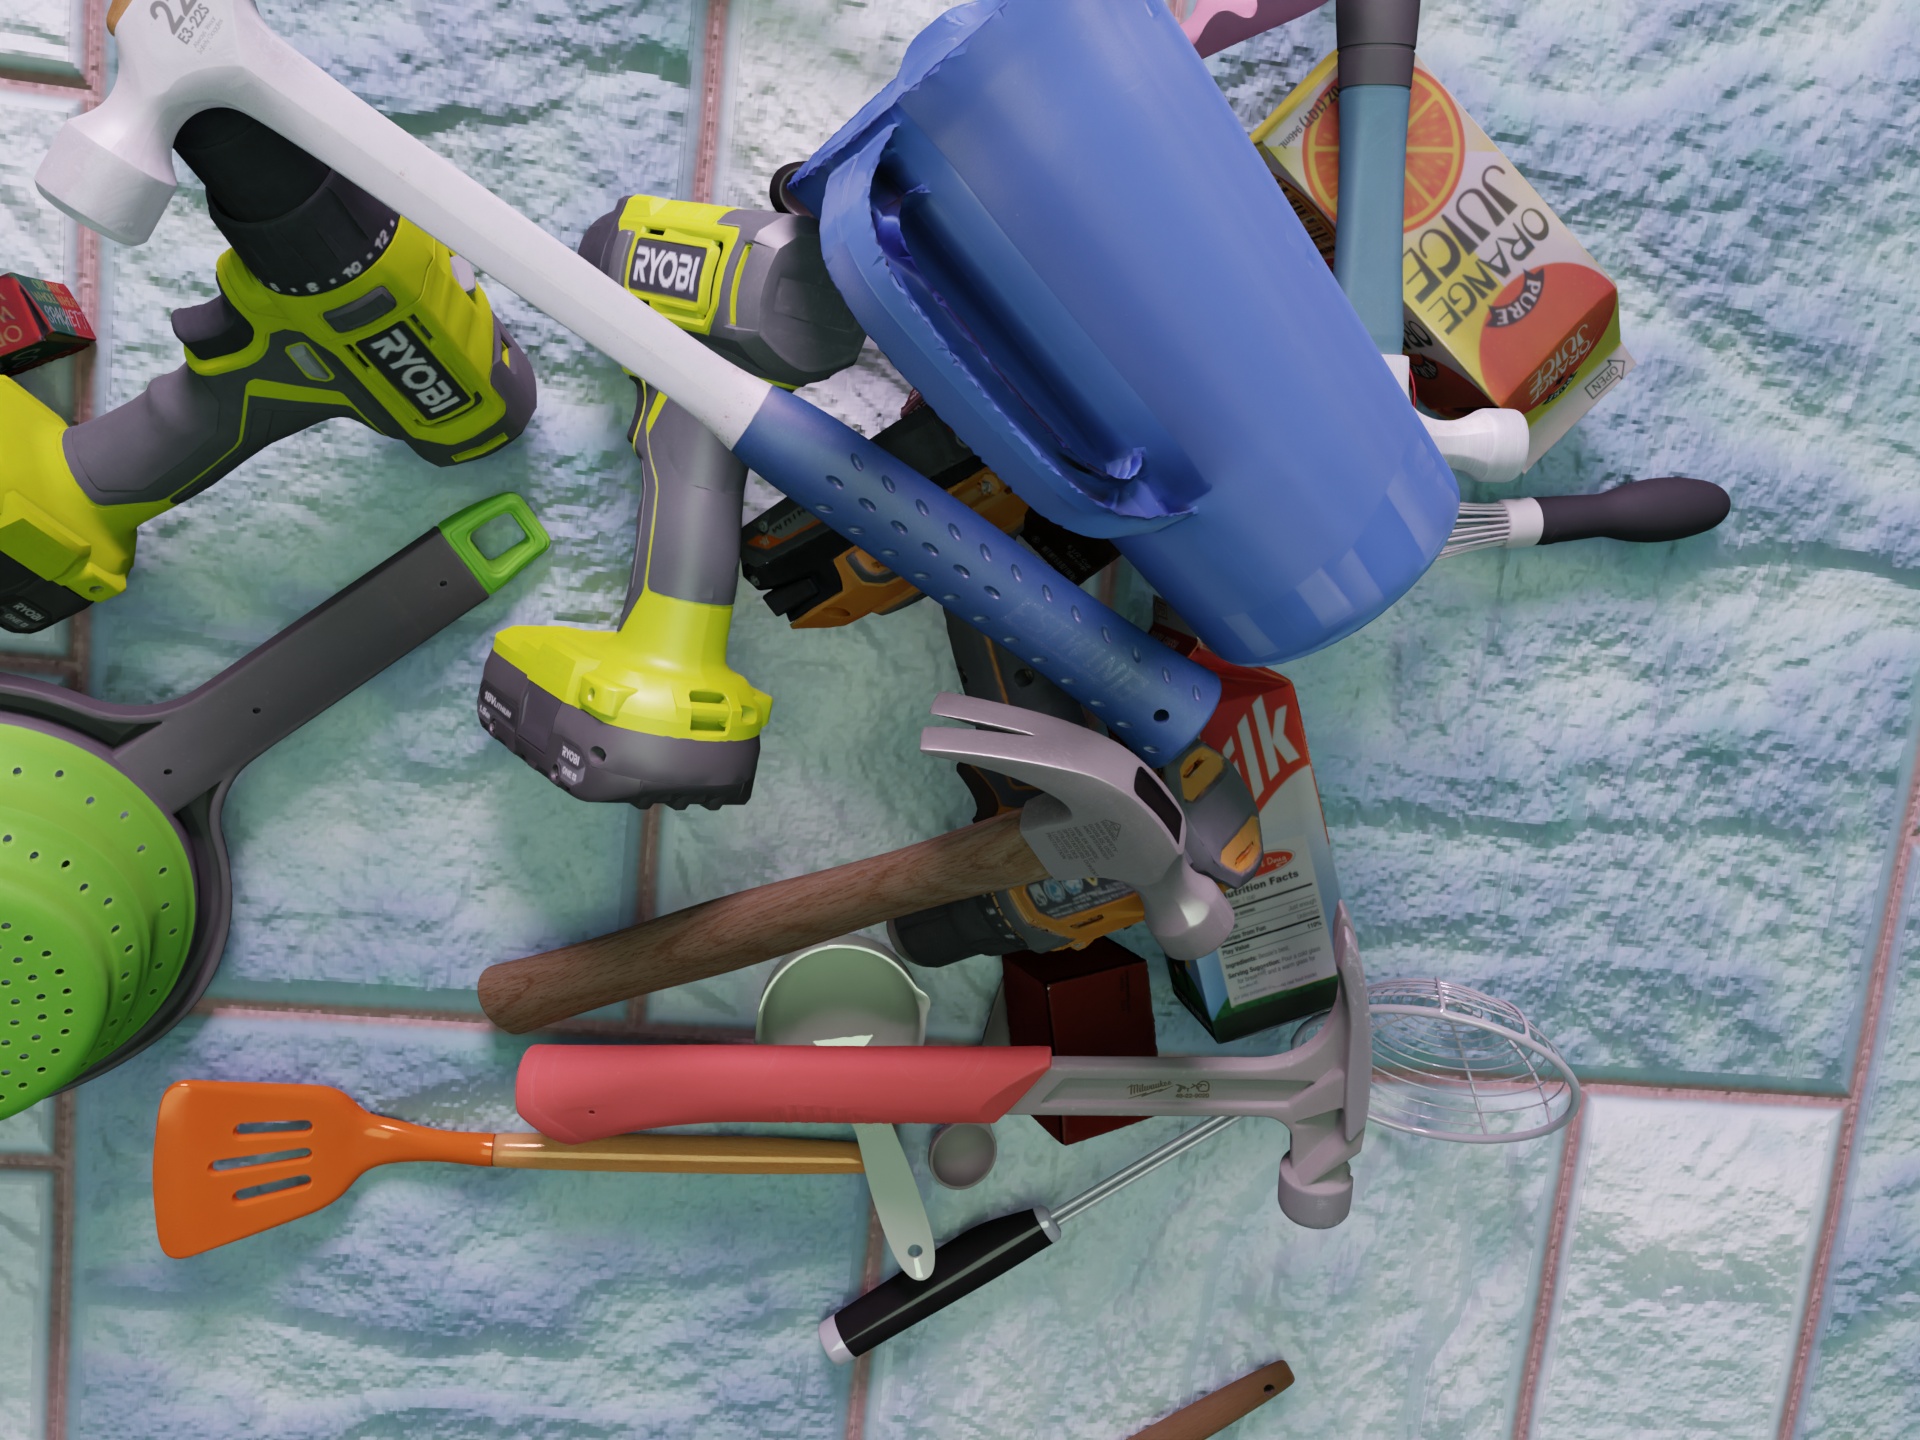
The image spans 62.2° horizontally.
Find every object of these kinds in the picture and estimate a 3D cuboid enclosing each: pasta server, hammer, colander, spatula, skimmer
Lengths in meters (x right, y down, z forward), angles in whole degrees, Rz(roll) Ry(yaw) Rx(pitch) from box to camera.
[{"bbox_3d":[0.024,-0.236,0.617,0.316,0.060,0.040,-23,126,23],"label":"pasta server"},{"bbox_3d":[0.163,-0.259,0.618,0.128,0.033,0.331,-1,100,-5],"label":"hammer"},{"bbox_3d":[-0.011,0.147,0.672,0.359,0.037,0.149,-1,116,6],"label":"hammer"},{"bbox_3d":[-0.326,0.042,0.624,0.397,0.095,0.204,-37,124,-8],"label":"colander"},{"bbox_3d":[-0.187,0.199,0.720,0.322,0.041,0.081,3,98,-9],"label":"spatula"},{"bbox_3d":[-0.075,-0.111,0.525,0.405,0.035,0.144,33,100,-17],"label":"hammer"},{"bbox_3d":[-0.068,0.076,0.638,0.331,0.031,0.130,-19,123,27],"label":"hammer"},{"bbox_3d":[0.104,0.227,0.737,0.363,0.090,0.127,-30,133,0],"label":"skimmer"},{"bbox_3d":[0.028,0.404,0.781,0.317,0.044,0.082,-29,98,-3],"label":"spatula"}]

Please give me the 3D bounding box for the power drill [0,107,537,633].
[{"bbox_3d":[-0.295,-0.134,0.585,0.228,0.190,0.080,-24,64,2],"label":"power drill"}]

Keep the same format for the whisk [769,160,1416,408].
[{"bbox_3d":[0.059,-0.180,0.684,0.296,0.073,0.073,19,96,-4],"label":"whisk"}]

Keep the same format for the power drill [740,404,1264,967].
[{"bbox_3d":[-0.001,-0.002,0.671,0.185,0.084,0.226,-27,97,39],"label":"power drill"}]

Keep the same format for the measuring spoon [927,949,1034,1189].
[{"bbox_3d":[0.013,0.161,0.756,0.034,0.018,0.124,19,90,-24],"label":"measuring spoon"}]

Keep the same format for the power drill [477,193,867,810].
[{"bbox_3d":[-0.121,-0.090,0.629,0.080,0.171,0.223,4,104,-41],"label":"power drill"}]

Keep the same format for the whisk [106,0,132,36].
[{"bbox_3d":[-0.280,-0.378,0.612,0.051,0.047,0.245,25,99,-12],"label":"whisk"}]

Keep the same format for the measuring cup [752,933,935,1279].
[{"bbox_3d":[-0.042,0.177,0.735,0.083,0.038,0.167,-17,100,-3],"label":"measuring cup"}]

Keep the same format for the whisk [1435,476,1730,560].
[{"bbox_3d":[0.222,-0.086,0.723,0.284,0.070,0.070,-6,100,-12],"label":"whisk"}]
